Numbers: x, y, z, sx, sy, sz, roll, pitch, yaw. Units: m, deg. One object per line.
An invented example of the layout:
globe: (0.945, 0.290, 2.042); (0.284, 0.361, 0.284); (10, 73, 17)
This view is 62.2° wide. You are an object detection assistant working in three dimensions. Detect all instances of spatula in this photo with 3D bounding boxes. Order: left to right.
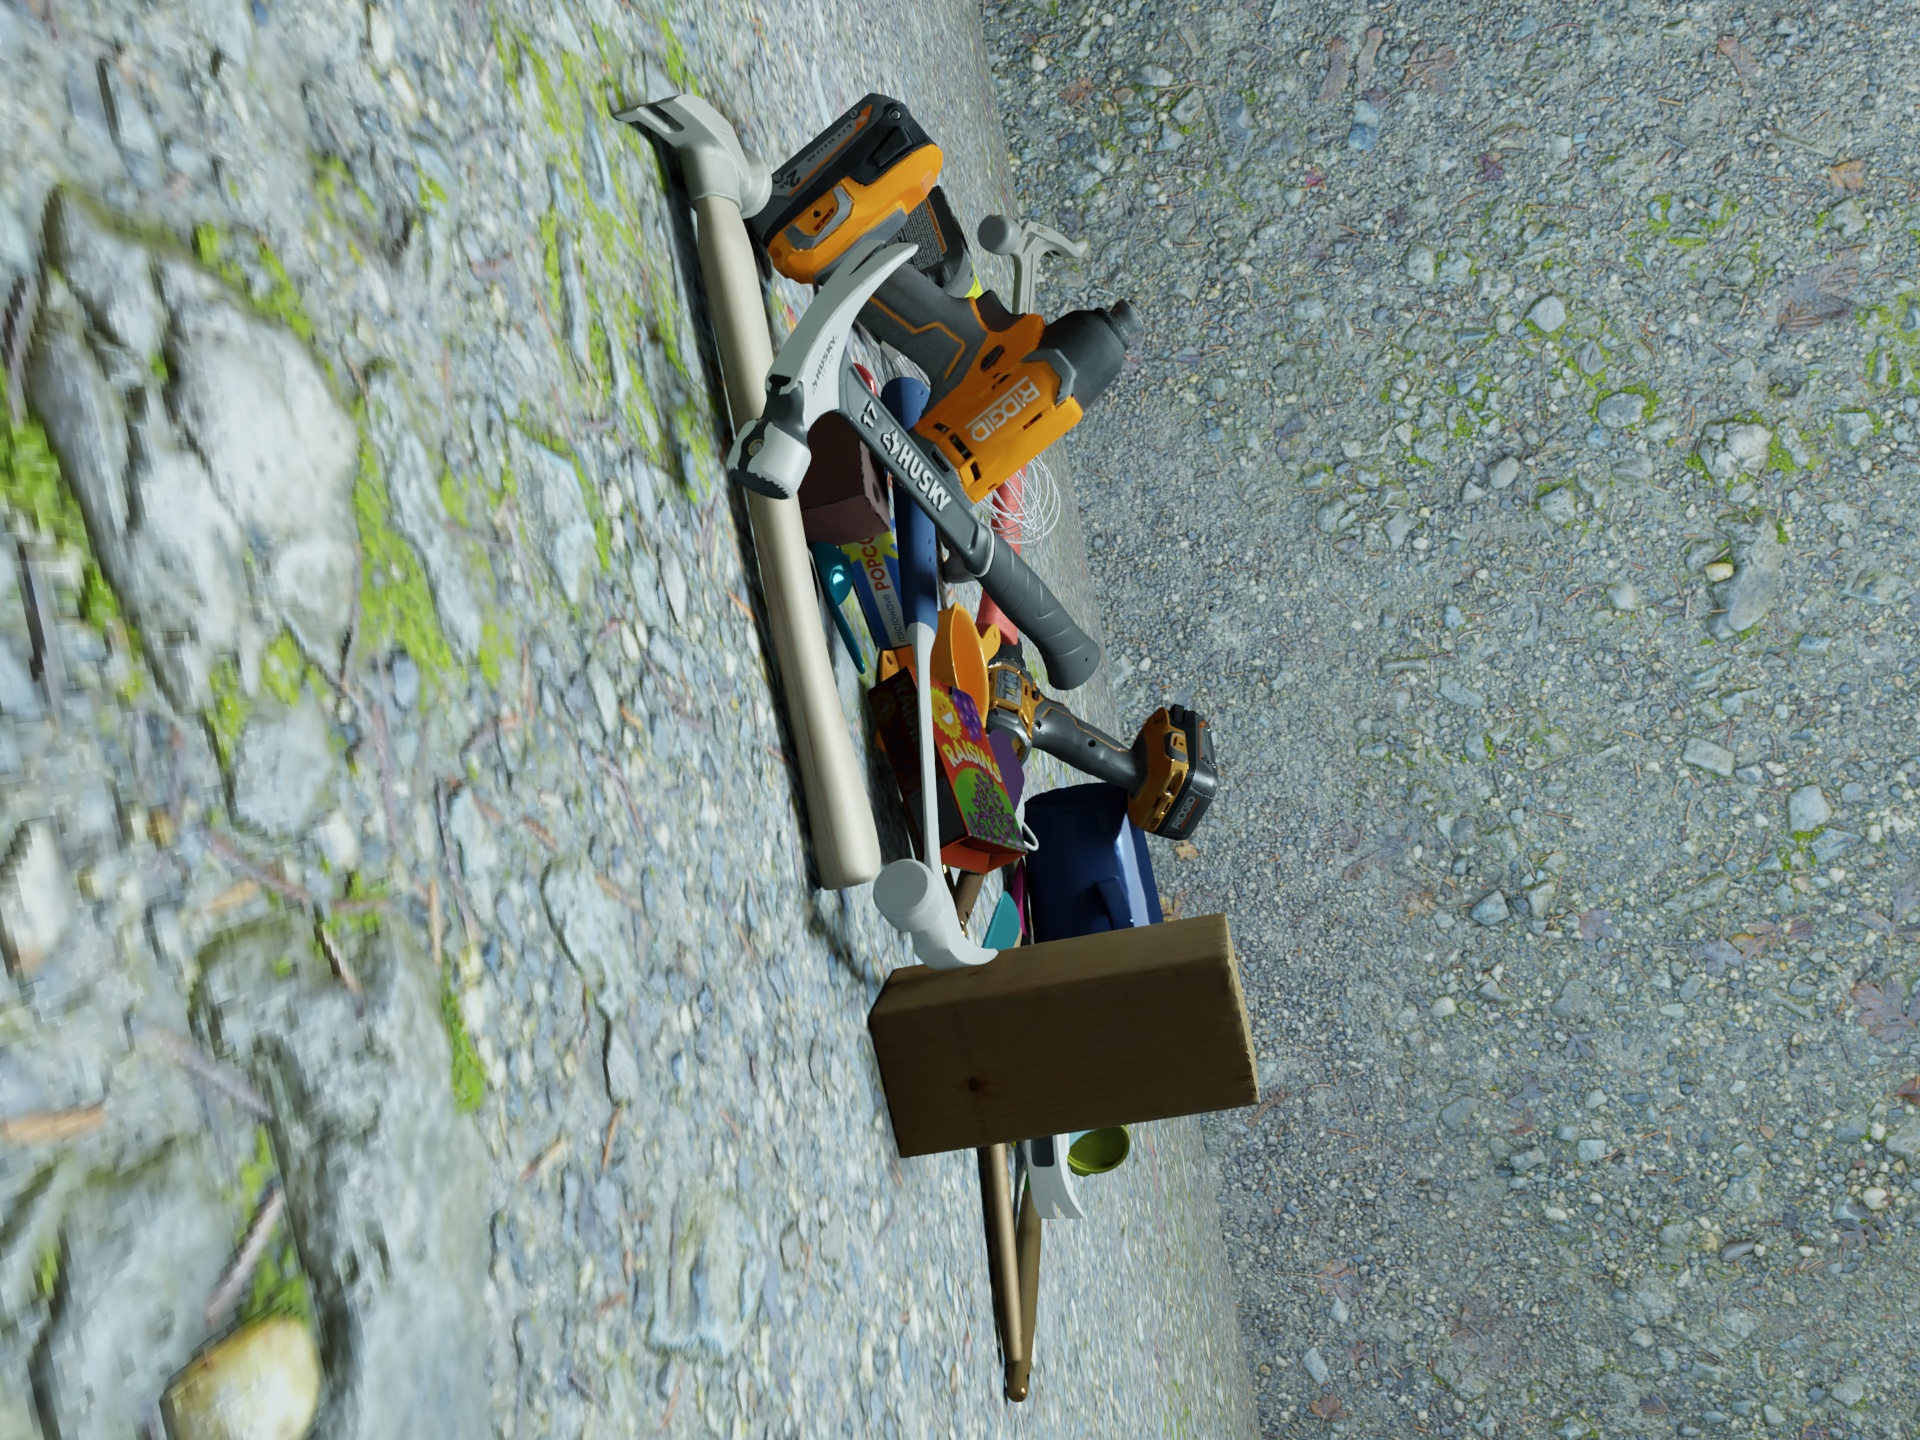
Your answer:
spatula: (0.018, 0.076, 1.146); (0.059, 0.018, 0.316); (64, 16, -15)
spatula: (0.032, 0.282, 1.122); (0.082, 0.044, 0.318); (66, 17, -64)

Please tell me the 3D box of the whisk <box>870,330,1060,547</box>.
whisk: (-0.025, -0.237, 1.115); (0.285, 0.070, 0.070); (55, 6, 10)

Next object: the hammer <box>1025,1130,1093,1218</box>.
hammer: (0.100, 0.314, 1.274); (0.331, 0.033, 0.128); (23, 64, -73)

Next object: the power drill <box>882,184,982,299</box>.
power drill: (-0.008, -0.363, 1.436); (0.228, 0.080, 0.191); (58, 14, -54)

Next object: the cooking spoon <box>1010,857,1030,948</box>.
cooking spoon: (0.042, 0.189, 1.354); (0.319, 0.017, 0.068); (-66, 150, -74)

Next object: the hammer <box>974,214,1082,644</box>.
hammer: (0.050, -0.246, 1.385); (0.149, 0.037, 0.359); (-9, 104, -61)

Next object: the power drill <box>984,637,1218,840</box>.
power drill: (0.106, 0.003, 1.405); (0.185, 0.226, 0.084); (-85, -162, -58)

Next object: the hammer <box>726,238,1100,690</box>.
hammer: (0.005, -0.113, 0.923); (0.408, 0.036, 0.149); (42, 68, -59)

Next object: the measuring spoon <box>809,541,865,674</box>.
measuring spoon: (-0.064, -0.065, 0.923); (0.129, 0.021, 0.042); (-117, -169, -52)

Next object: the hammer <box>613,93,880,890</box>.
hammer: (-0.101, -0.113, 0.833); (0.146, 0.038, 0.410); (-22, 101, -78)

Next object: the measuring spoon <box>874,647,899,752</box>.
measuring spoon: (-0.051, -0.015, 1.083); (0.021, 0.011, 0.117); (50, 21, -31)

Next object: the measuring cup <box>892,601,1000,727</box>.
measuring cup: (-0.008, -0.047, 1.200); (0.174, 0.052, 0.095); (-51, 129, -72)

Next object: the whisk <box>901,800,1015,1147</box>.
whisk: (-0.001, 0.169, 1.076); (0.047, 0.051, 0.245); (-4, 77, -69)

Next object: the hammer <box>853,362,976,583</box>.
hammer: (-0.042, -0.220, 1.271); (0.386, 0.038, 0.143); (34, 44, -76)

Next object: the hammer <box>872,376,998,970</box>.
hammer: (-0.023, -0.040, 0.974); (0.143, 0.035, 0.406); (61, 21, -57)

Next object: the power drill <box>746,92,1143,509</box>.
power drill: (-0.006, -0.263, 0.971); (0.226, 0.164, 0.084); (53, 7, 1)

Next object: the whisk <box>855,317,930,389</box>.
whisk: (-0.058, -0.306, 1.262); (0.238, 0.055, 0.055); (36, 44, -69)

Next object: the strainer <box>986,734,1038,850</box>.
strainer: (-0.002, -0.004, 1.259); (0.258, 0.050, 0.087); (69, 25, -21)

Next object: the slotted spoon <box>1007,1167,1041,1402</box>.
slotted spoon: (0.053, 0.377, 1.189); (0.314, 0.031, 0.070); (-78, 150, -62)
